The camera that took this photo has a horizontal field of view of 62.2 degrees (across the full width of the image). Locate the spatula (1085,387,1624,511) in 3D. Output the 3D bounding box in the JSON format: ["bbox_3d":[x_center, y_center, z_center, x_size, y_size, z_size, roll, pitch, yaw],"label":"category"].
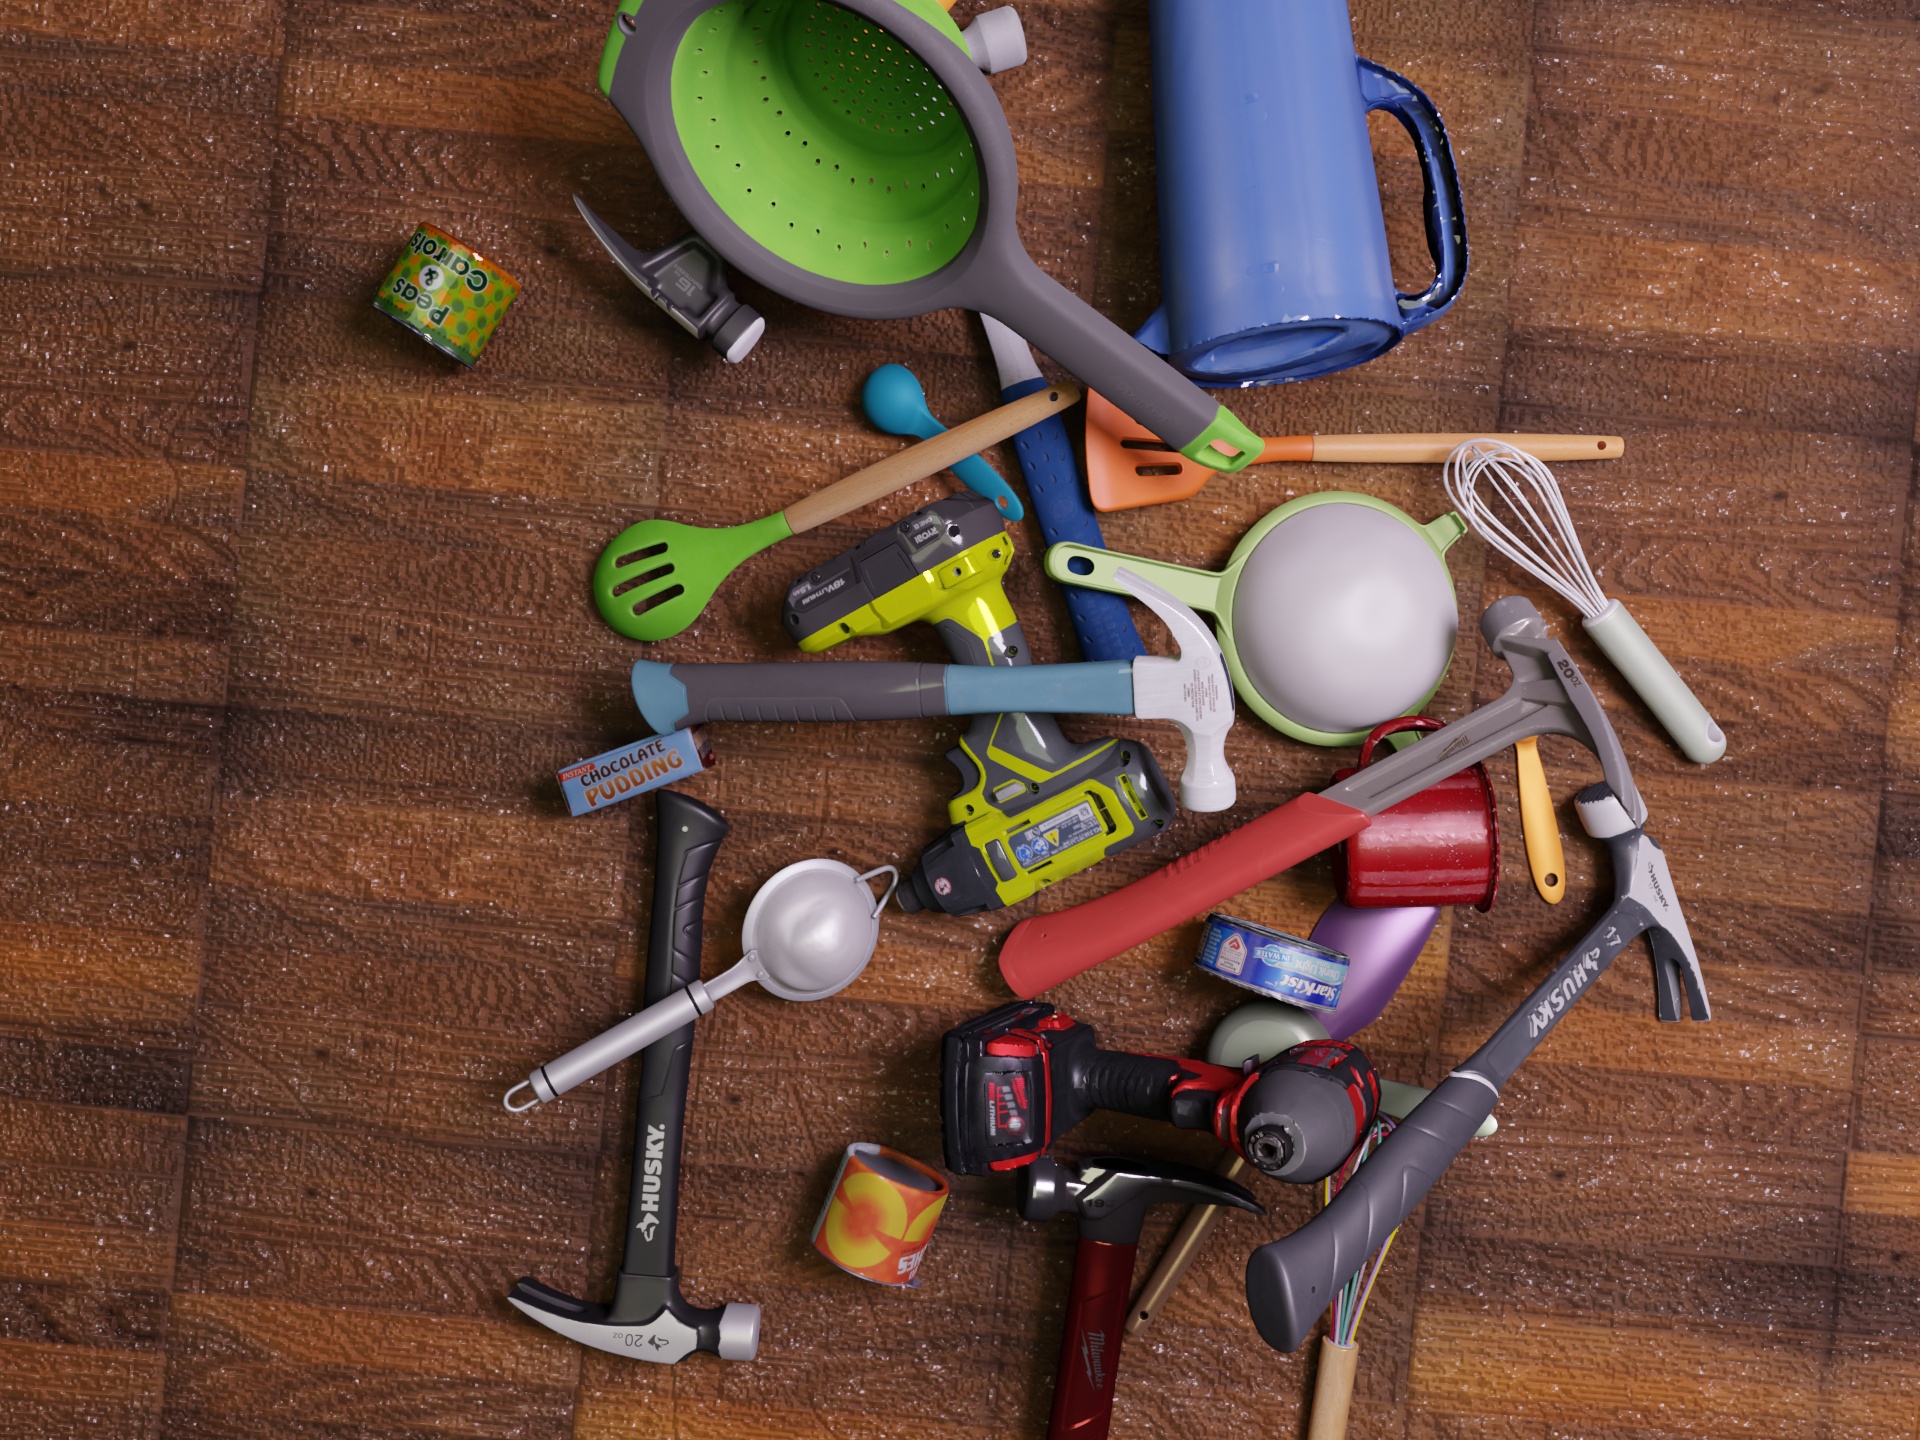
[{"bbox_3d":[0.233,-0.162,0.938,0.322,0.041,0.081,0,88,-1],"label":"spatula"}]

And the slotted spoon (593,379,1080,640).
[{"bbox_3d":[-0.077,-0.127,0.919,0.314,0.031,0.070,-23,88,9],"label":"slotted spoon"}]

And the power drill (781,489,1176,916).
[{"bbox_3d":[-0.001,-0.003,0.915,0.171,0.080,0.223,-27,93,17],"label":"power drill"}]

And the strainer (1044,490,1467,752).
[{"bbox_3d":[0.177,-0.069,0.904,0.256,0.069,0.151,11,90,-10],"label":"strainer"}]

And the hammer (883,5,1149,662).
[{"bbox_3d":[0.027,-0.207,0.941,0.144,0.035,0.405,-19,90,0],"label":"hammer"}]

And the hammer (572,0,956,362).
[{"bbox_3d":[-0.069,-0.370,0.905,0.127,0.034,0.337,41,90,-1],"label":"hammer"}]

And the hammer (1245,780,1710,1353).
[{"bbox_3d":[0.280,0.186,0.834,0.409,0.036,0.149,-32,99,-35],"label":"hammer"}]

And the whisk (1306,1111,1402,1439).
[{"bbox_3d":[0.232,0.348,0.940,0.047,0.051,0.245,8,93,-6],"label":"whisk"}]

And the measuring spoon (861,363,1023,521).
[{"bbox_3d":[-0.014,-0.158,0.927,0.129,0.021,0.042,45,132,14],"label":"measuring spoon"}]

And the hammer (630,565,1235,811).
[{"bbox_3d":[-0.020,-0.015,0.861,0.331,0.033,0.128,-1,104,12],"label":"hammer"}]

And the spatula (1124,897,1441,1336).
[{"bbox_3d":[0.184,0.230,0.951,0.060,0.018,0.316,31,90,10],"label":"spatula"}]

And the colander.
[{"bbox_3d":[0.009,-0.273,0.841,0.397,0.204,0.095,33,57,-14],"label":"colander"}]

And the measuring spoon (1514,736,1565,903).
[{"bbox_3d":[0.347,0.053,0.952,0.021,0.011,0.117,-10,90,0],"label":"measuring spoon"}]

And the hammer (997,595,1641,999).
[{"bbox_3d":[0.178,0.072,0.872,0.359,0.149,0.036,-31,133,20],"label":"hammer"}]

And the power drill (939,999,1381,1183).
[{"bbox_3d":[0.105,0.206,0.859,0.220,0.143,0.078,-1,91,25],"label":"power drill"}]

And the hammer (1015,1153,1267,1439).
[{"bbox_3d":[0.078,0.446,0.929,0.143,0.038,0.386,8,95,-8],"label":"hammer"}]

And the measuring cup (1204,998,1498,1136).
[{"bbox_3d":[0.220,0.209,0.910,0.168,0.038,0.083,12,82,24],"label":"measuring cup"}]

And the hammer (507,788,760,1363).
[{"bbox_3d":[-0.181,0.208,0.944,0.146,0.035,0.335,5,90,0],"label":"hammer"}]

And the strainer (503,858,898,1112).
[{"bbox_3d":[-0.141,0.156,0.910,0.258,0.050,0.086,-28,111,-12],"label":"strainer"}]

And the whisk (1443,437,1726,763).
[{"bbox_3d":[0.368,-0.068,0.930,0.246,0.059,0.058,49,55,-8],"label":"whisk"}]
